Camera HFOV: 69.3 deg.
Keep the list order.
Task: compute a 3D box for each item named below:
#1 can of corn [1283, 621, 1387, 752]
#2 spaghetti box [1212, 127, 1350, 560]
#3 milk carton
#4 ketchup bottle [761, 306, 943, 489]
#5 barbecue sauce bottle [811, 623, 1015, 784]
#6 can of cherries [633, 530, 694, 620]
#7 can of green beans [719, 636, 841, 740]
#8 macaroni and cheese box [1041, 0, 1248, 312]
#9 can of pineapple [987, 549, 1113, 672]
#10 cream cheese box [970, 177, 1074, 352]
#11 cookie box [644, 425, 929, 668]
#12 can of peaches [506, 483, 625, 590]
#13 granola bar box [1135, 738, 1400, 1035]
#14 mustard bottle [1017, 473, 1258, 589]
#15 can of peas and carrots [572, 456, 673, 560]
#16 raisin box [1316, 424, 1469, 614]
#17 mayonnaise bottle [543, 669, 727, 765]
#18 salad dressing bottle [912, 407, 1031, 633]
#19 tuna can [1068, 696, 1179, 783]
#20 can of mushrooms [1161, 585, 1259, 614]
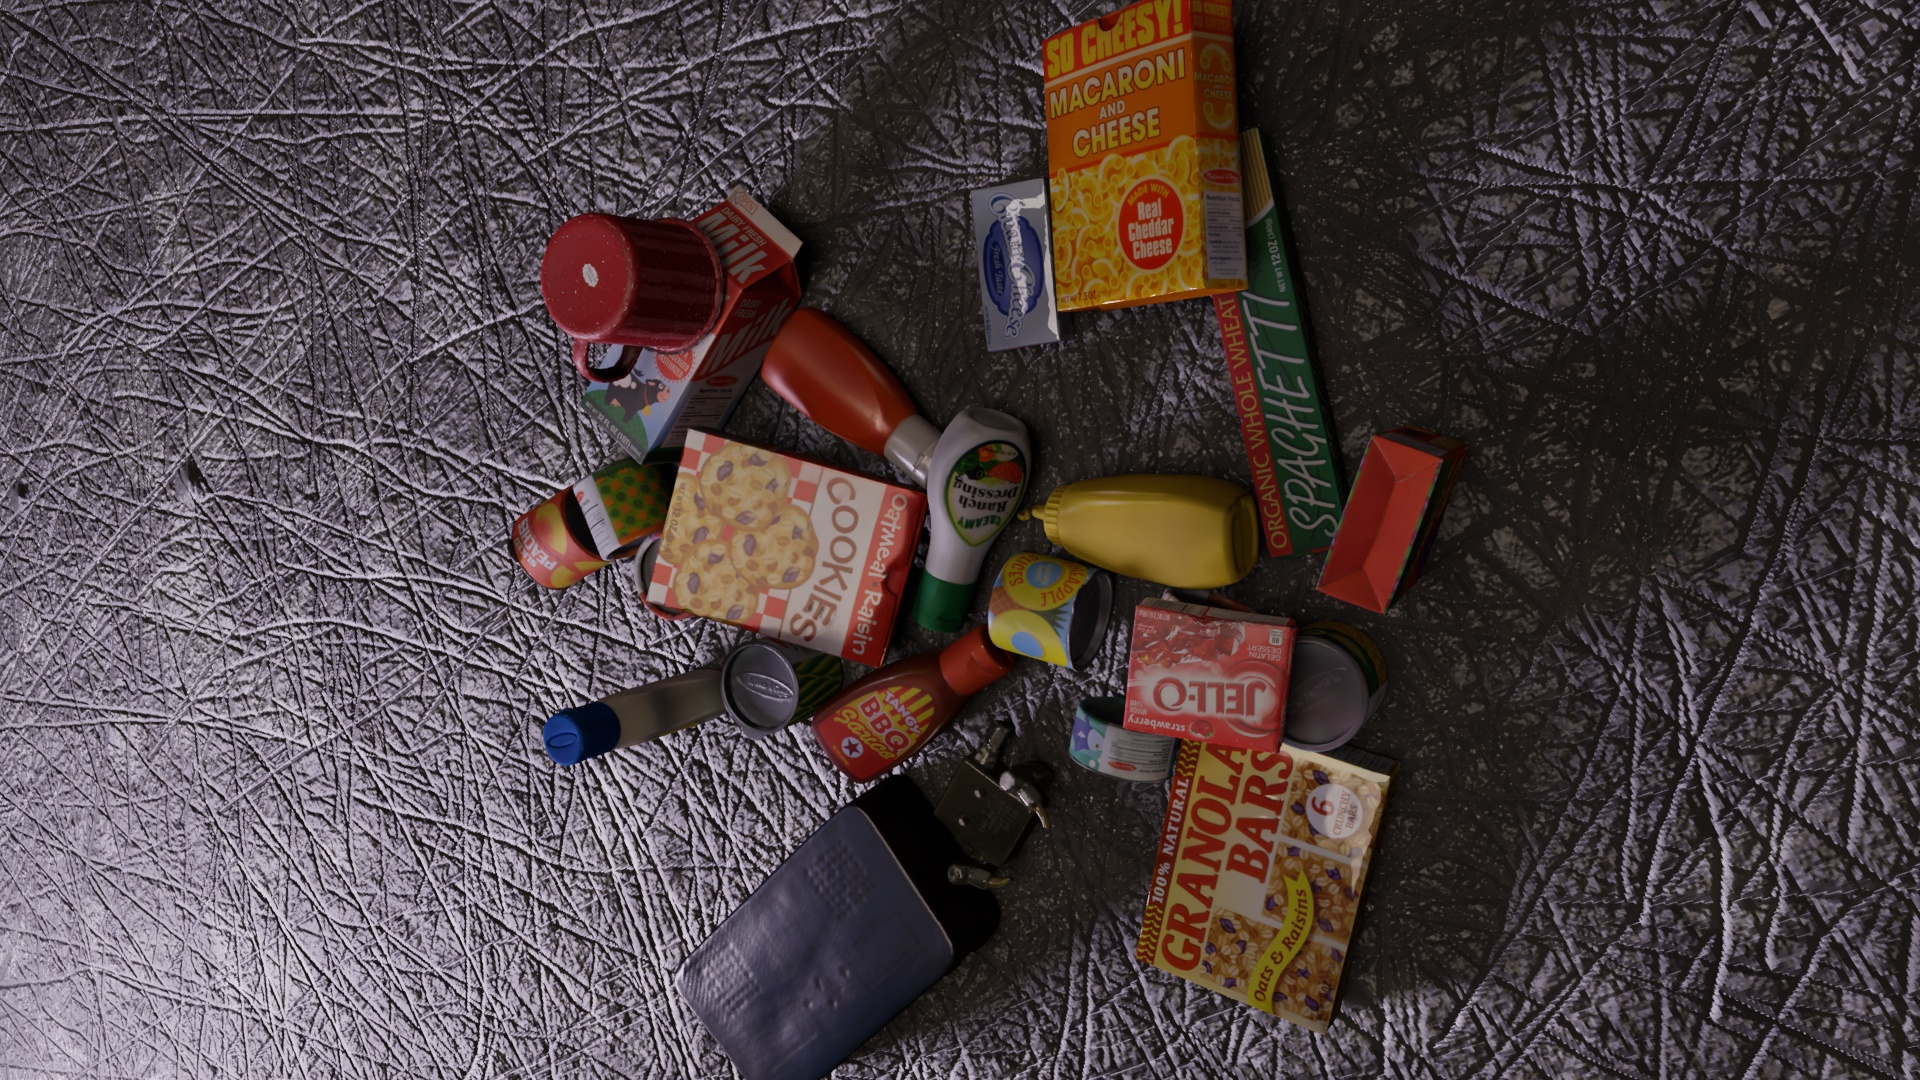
[{"bbox_3d":[0.207,0.081,0.804,0.071,0.058,0.071,4,98,28],"label":"can of corn"},{"bbox_3d":[0.182,-0.113,0.813,0.050,0.029,0.250,-13,89,29],"label":"spaghetti box"},{"bbox_3d":[-0.180,-0.150,0.973,0.072,0.073,0.190,43,112,17],"label":"milk carton"},{"bbox_3d":[-0.066,-0.092,0.936,0.149,0.043,0.064,40,113,18],"label":"ketchup bottle"},{"bbox_3d":[-0.029,0.106,0.938,0.148,0.044,0.065,-35,97,26],"label":"barbecue sauce bottle"},{"bbox_3d":[-0.191,0.022,1.006,0.071,0.058,0.071,3,97,28],"label":"can of cherries"},{"bbox_3d":[-0.126,0.098,0.981,0.071,0.058,0.071,3,97,27],"label":"can of green beans"},{"bbox_3d":[0.105,-0.223,0.809,0.123,0.040,0.166,1,97,52],"label":"macaroni and cheese box"},{"bbox_3d":[0.057,0.042,0.873,0.058,0.071,0.071,14,102,26],"label":"can of pineapple"},{"bbox_3d":[0.039,-0.175,0.884,0.053,0.024,0.103,-5,94,27],"label":"cream cheese box"},{"bbox_3d":[-0.115,0.004,0.937,0.167,0.040,0.122,16,97,4],"label":"cookie box"},{"bbox_3d":[-0.297,-0.003,1.052,0.058,0.071,0.071,-26,83,27],"label":"can of peaches"},{"bbox_3d":[0.184,0.194,0.840,0.124,0.039,0.165,16,103,25],"label":"granola bar box"},{"bbox_3d":[0.102,-0.011,0.848,0.160,0.049,0.065,10,117,38],"label":"mustard bottle"},{"bbox_3d":[-0.242,-0.025,1.025,0.071,0.071,0.059,-26,84,28],"label":"can of peas and carrots"},{"bbox_3d":[0.233,-0.014,0.743,0.040,0.124,0.086,21,106,23],"label":"raisin box"},{"bbox_3d":[-0.230,0.125,0.987,0.064,0.148,0.041,-16,88,29],"label":"mayonnaise bottle"},{"bbox_3d":[0.003,-0.011,0.904,0.044,0.064,0.147,-125,45,-57],"label":"salad dressing bottle"},{"bbox_3d":[0.102,0.122,0.862,0.071,0.071,0.032,16,102,25],"label":"tuna can"},{"bbox_3d":[0.149,0.054,0.826,0.071,0.071,0.033,25,106,23],"label":"can of mushrooms"}]
